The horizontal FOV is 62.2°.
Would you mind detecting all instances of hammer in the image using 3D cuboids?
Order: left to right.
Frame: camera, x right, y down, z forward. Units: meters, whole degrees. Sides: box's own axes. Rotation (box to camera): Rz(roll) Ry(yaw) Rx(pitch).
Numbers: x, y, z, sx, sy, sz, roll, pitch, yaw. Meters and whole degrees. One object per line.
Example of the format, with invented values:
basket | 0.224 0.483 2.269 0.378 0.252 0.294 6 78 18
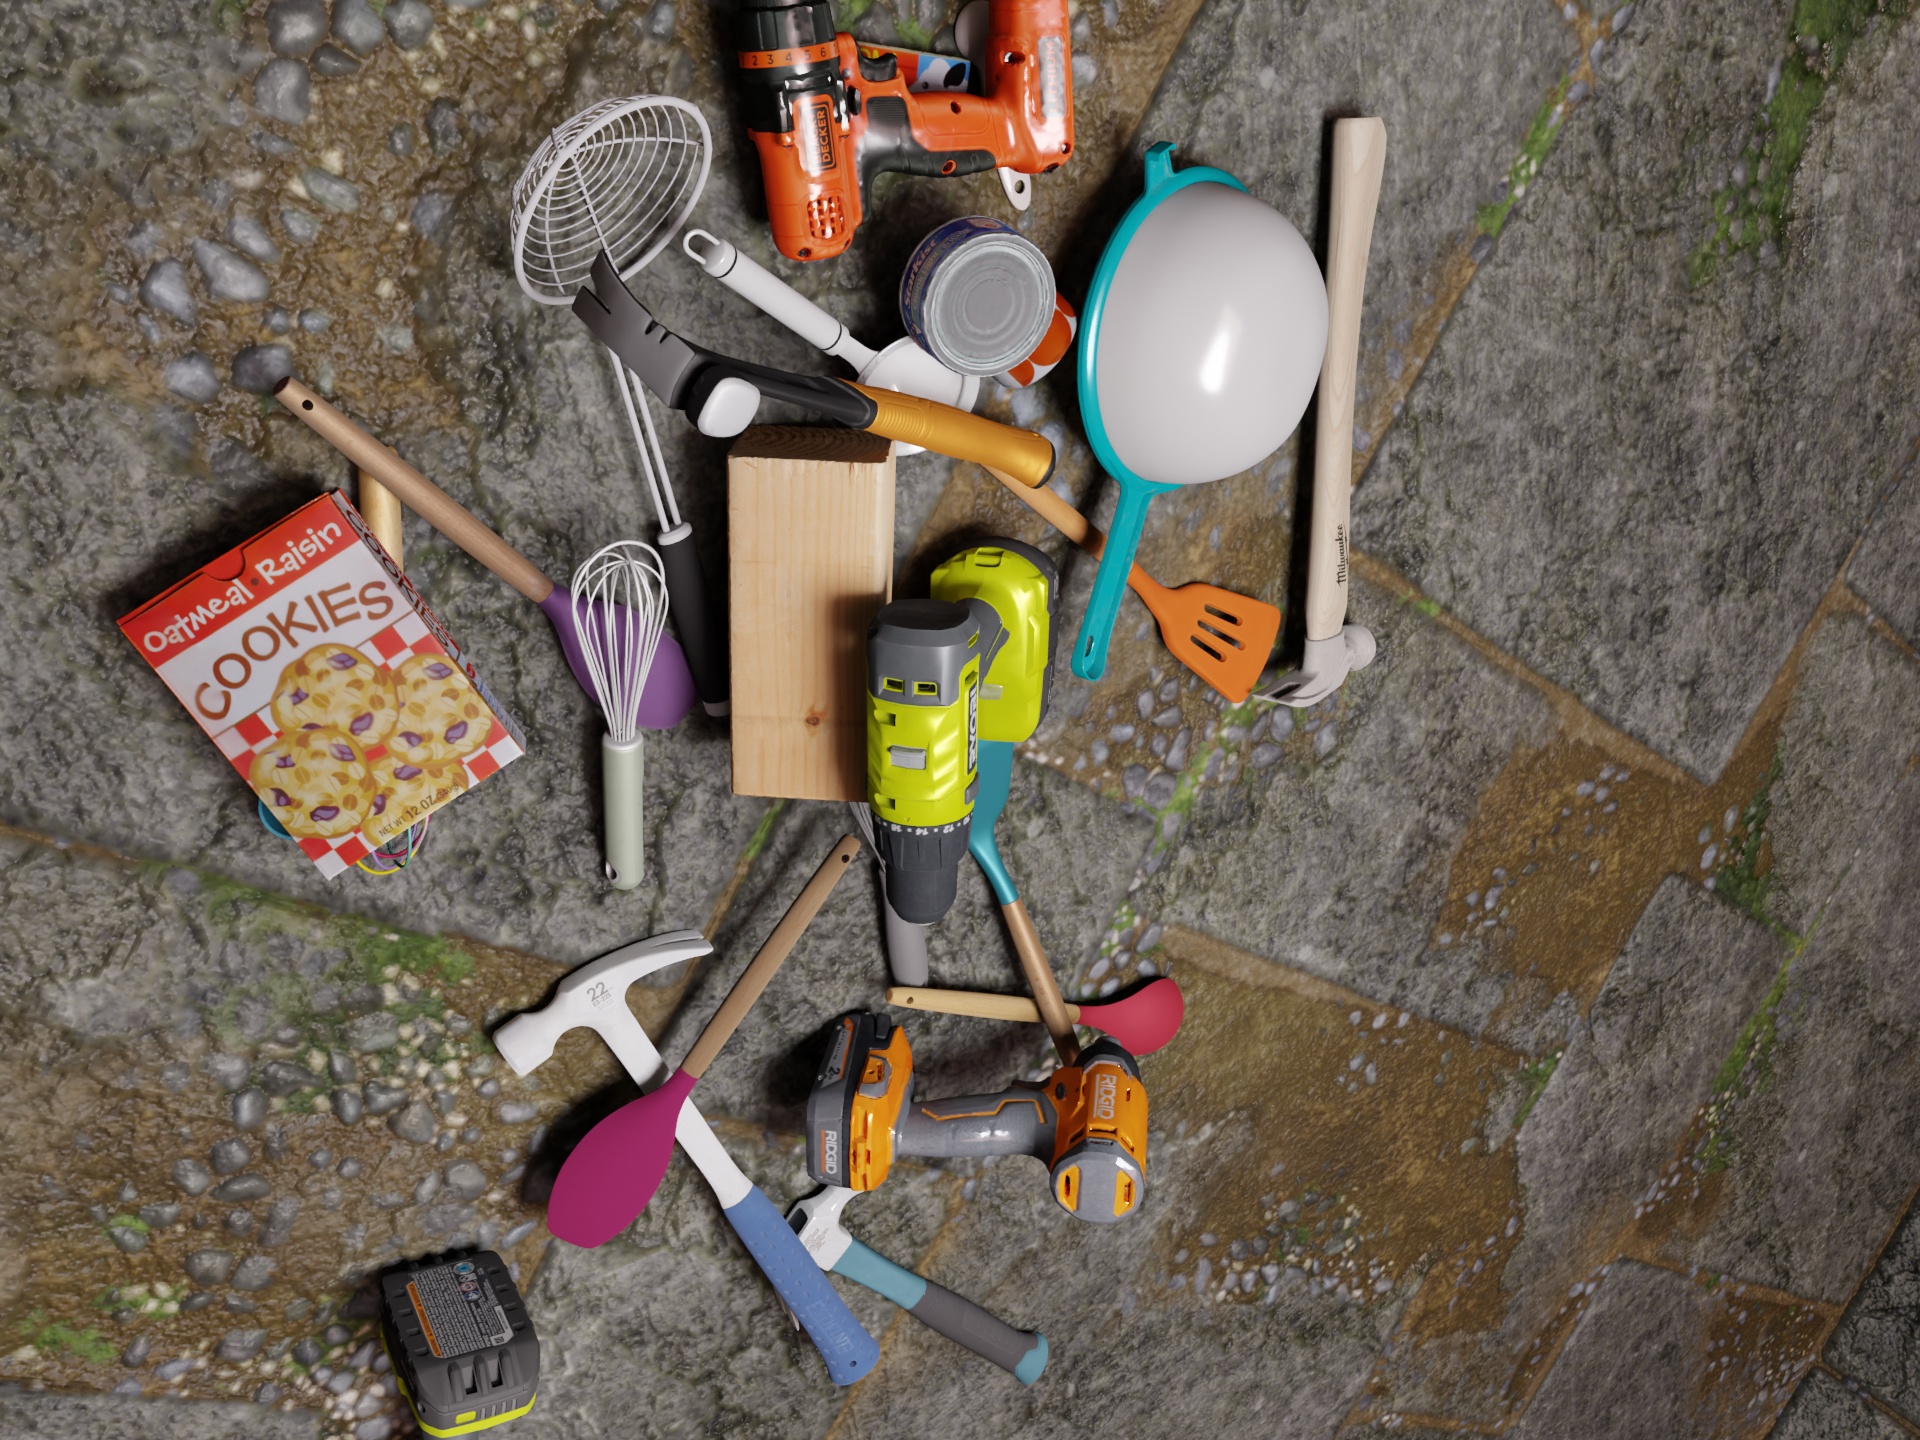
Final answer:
hammer | -0.155 0.318 1.102 0.144 0.035 0.405 -35 118 -15
hammer | -0.055 -0.175 0.878 0.336 0.127 0.034 3 126 -54
hammer | -0.028 0.462 1.272 0.128 0.033 0.330 -50 127 -5
hammer | 0.264 -0.212 1.138 0.146 0.038 0.410 -27 122 -48

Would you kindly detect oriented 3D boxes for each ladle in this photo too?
ladle | 0.068 0.221 1.215 0.315 0.031 0.069 14 99 -39

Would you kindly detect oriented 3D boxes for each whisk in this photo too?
whisk | -0.317 -0.028 0.871 0.047 0.051 0.245 -4 110 -25
whisk | -0.199 0.003 0.938 0.059 0.058 0.246 -22 134 -35
whisk | -0.045 0.102 1.100 0.055 0.055 0.238 -22 126 -23

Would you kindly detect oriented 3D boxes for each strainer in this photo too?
strainer | -0.069 -0.219 0.913 0.087 0.050 0.258 -45 146 15
strainer | 0.156 -0.181 1.026 0.210 0.095 0.340 10 98 -52

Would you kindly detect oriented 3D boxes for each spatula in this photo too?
spatula | -0.251 -0.084 0.885 0.060 0.018 0.315 -52 135 -7
spatula | 0.049 0.155 1.156 0.082 0.044 0.317 -30 109 -24
spatula | 0.106 -0.118 1.098 0.322 0.041 0.081 33 77 -36

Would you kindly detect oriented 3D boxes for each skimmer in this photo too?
skimmer | -0.157 -0.155 0.882 0.127 0.090 0.363 -37 128 -37

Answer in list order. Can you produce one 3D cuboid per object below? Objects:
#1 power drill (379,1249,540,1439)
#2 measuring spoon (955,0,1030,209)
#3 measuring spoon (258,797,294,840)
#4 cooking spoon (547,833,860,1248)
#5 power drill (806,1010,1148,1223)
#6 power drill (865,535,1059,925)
power drill | -0.317 0.472 1.011 0.080 0.171 0.223 -5 110 -31
measuring spoon | 0.027 -0.366 0.954 0.034 0.018 0.124 -30 124 -19
measuring spoon | -0.359 0.002 0.877 0.042 0.021 0.128 8 97 -32
cooking spoon | -0.161 0.207 1.033 0.068 0.017 0.319 37 87 -31
power drill | 0.018 0.266 1.113 0.226 0.164 0.084 5 114 7
power drill | -0.002 -0.003 0.970 0.080 0.229 0.190 7 115 13
